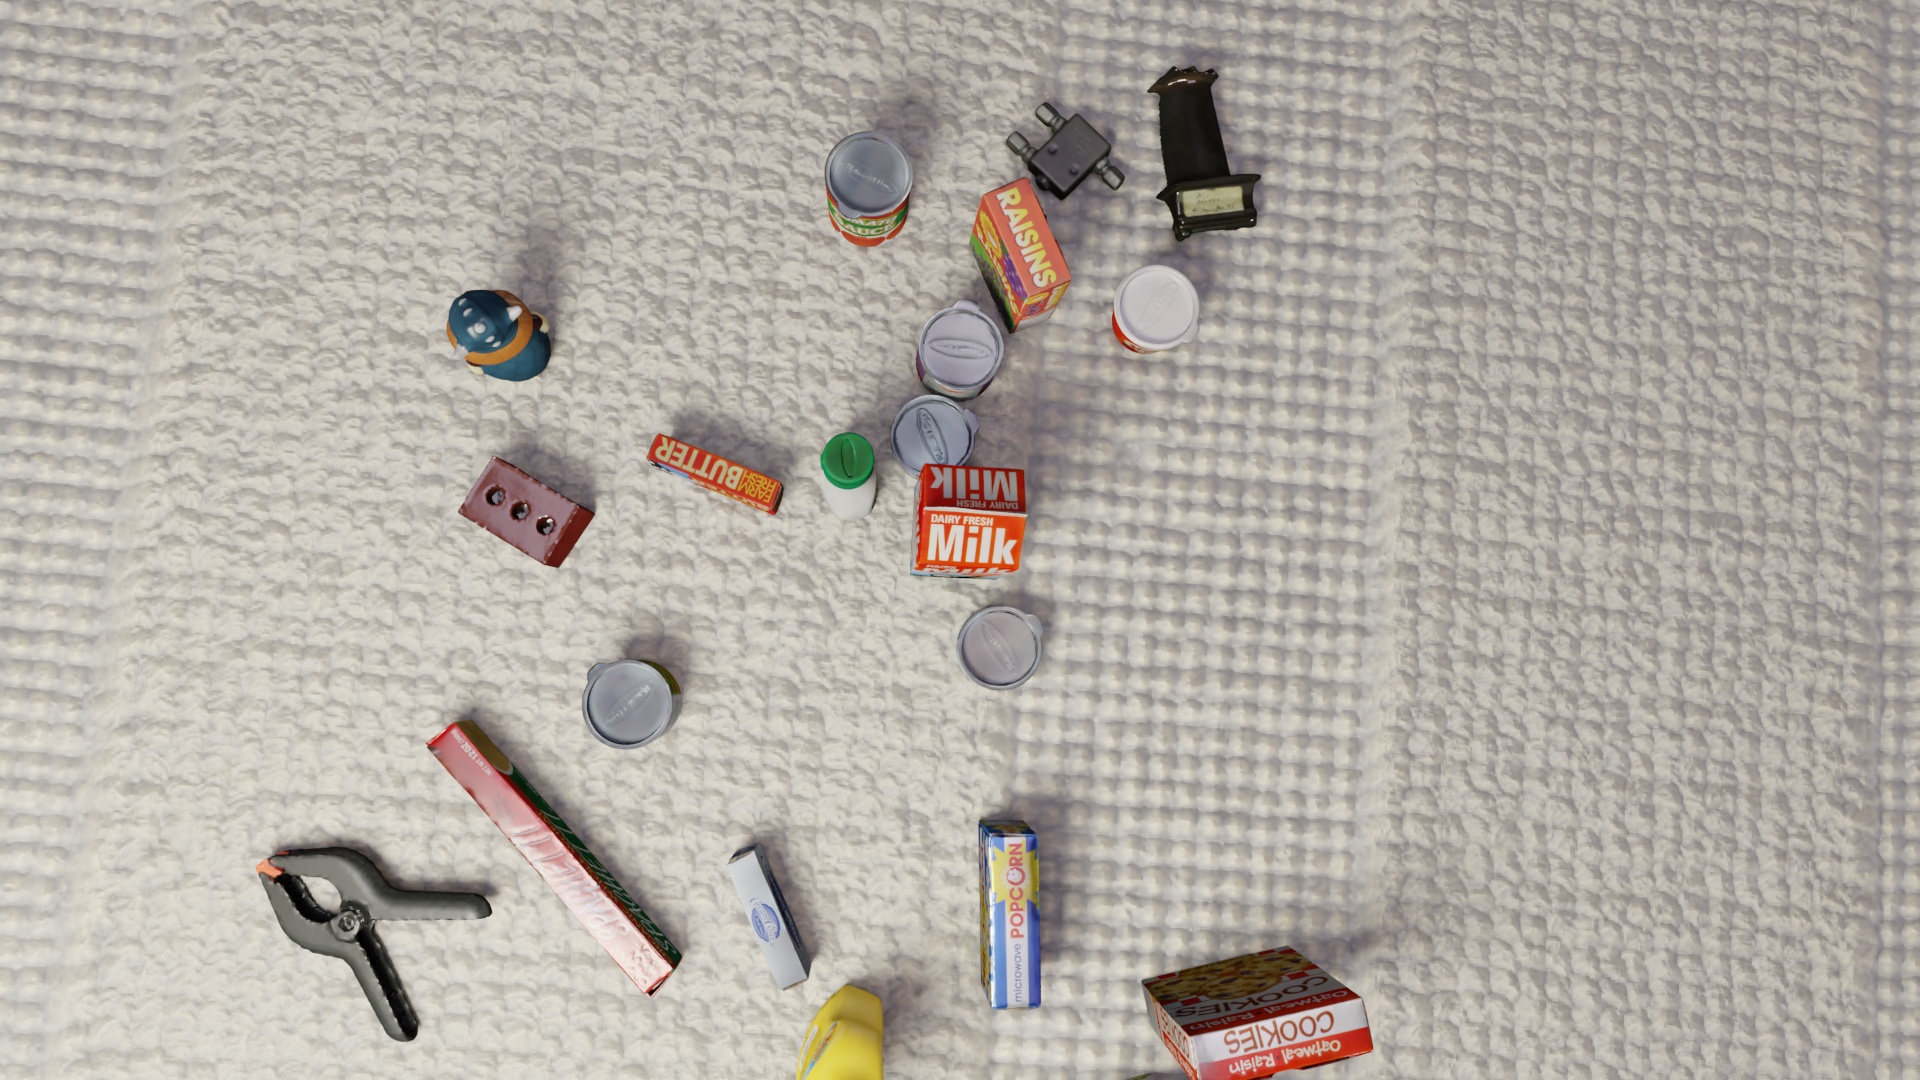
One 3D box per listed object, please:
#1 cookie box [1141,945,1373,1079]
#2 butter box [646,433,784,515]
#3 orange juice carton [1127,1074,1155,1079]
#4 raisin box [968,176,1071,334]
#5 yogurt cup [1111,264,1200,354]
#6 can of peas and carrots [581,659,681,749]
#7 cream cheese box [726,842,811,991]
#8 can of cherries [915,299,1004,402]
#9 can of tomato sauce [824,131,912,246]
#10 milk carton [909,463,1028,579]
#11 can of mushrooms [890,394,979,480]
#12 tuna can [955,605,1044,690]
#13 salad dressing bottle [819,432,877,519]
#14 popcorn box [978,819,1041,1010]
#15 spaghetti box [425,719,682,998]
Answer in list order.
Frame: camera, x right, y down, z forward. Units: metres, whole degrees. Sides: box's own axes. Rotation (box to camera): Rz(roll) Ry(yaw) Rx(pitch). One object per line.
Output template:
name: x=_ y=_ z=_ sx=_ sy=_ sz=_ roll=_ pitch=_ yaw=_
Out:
cookie box: x=0.209 y=0.343 z=1.006 sx=0.123 sy=0.167 sz=0.040 roll=-11 pitch=86 yaw=-5
butter box: x=-0.187 y=-0.050 z=1.071 sx=0.103 sy=0.053 sz=0.024 roll=22 pitch=84 yaw=-2
orange juice carton: x=0.129 y=0.448 z=0.978 sx=0.072 sy=0.192 sz=0.073 roll=-14 pitch=86 yaw=-5
raisin box: x=0.045 y=-0.216 z=1.068 sx=0.040 sy=0.123 sz=0.086 roll=-23 pitch=87 yaw=-5
yogurt cup: x=0.152 y=-0.181 z=1.107 sx=0.072 sy=0.054 sz=0.072 roll=0 pitch=85 yaw=-4
can of peas and carrots: x=-0.249 y=0.121 z=1.048 sx=0.071 sy=0.058 sz=0.071 roll=0 pitch=85 yaw=-4
cream cheese box: x=-0.143 y=0.281 z=1.044 sx=0.024 sy=0.053 sz=0.104 roll=-24 pitch=87 yaw=-6
can of cherries: x=0.000 y=-0.148 z=1.091 sx=0.071 sy=0.058 sz=0.071 roll=0 pitch=85 yaw=-4
can of tomato sauce: x=-0.072 y=-0.271 z=1.085 sx=0.071 sy=0.083 sz=0.071 roll=0 pitch=85 yaw=-4
milk carton: x=0.004 y=-0.013 z=1.012 sx=0.072 sy=0.190 sz=0.073 roll=3 pitch=85 yaw=-4
can of mushrooms: x=-0.020 y=-0.080 z=1.096 sx=0.071 sy=0.033 sz=0.071 roll=0 pitch=85 yaw=-4
tuna can: x=0.032 y=0.083 z=1.085 sx=0.071 sy=0.033 sz=0.071 roll=0 pitch=85 yaw=-4
salad dressing bottle: x=-0.083 y=-0.051 z=1.031 sx=0.044 sy=0.147 sz=0.064 roll=-5 pitch=86 yaw=-4
popcorn box: x=0.036 y=0.278 z=1.041 sx=0.038 sy=0.085 sz=0.126 roll=0 pitch=85 yaw=-4
spaghetti box: x=-0.301 y=0.235 z=1.038 sx=0.029 sy=0.050 sz=0.250 roll=-42 pitch=89 yaw=-6
